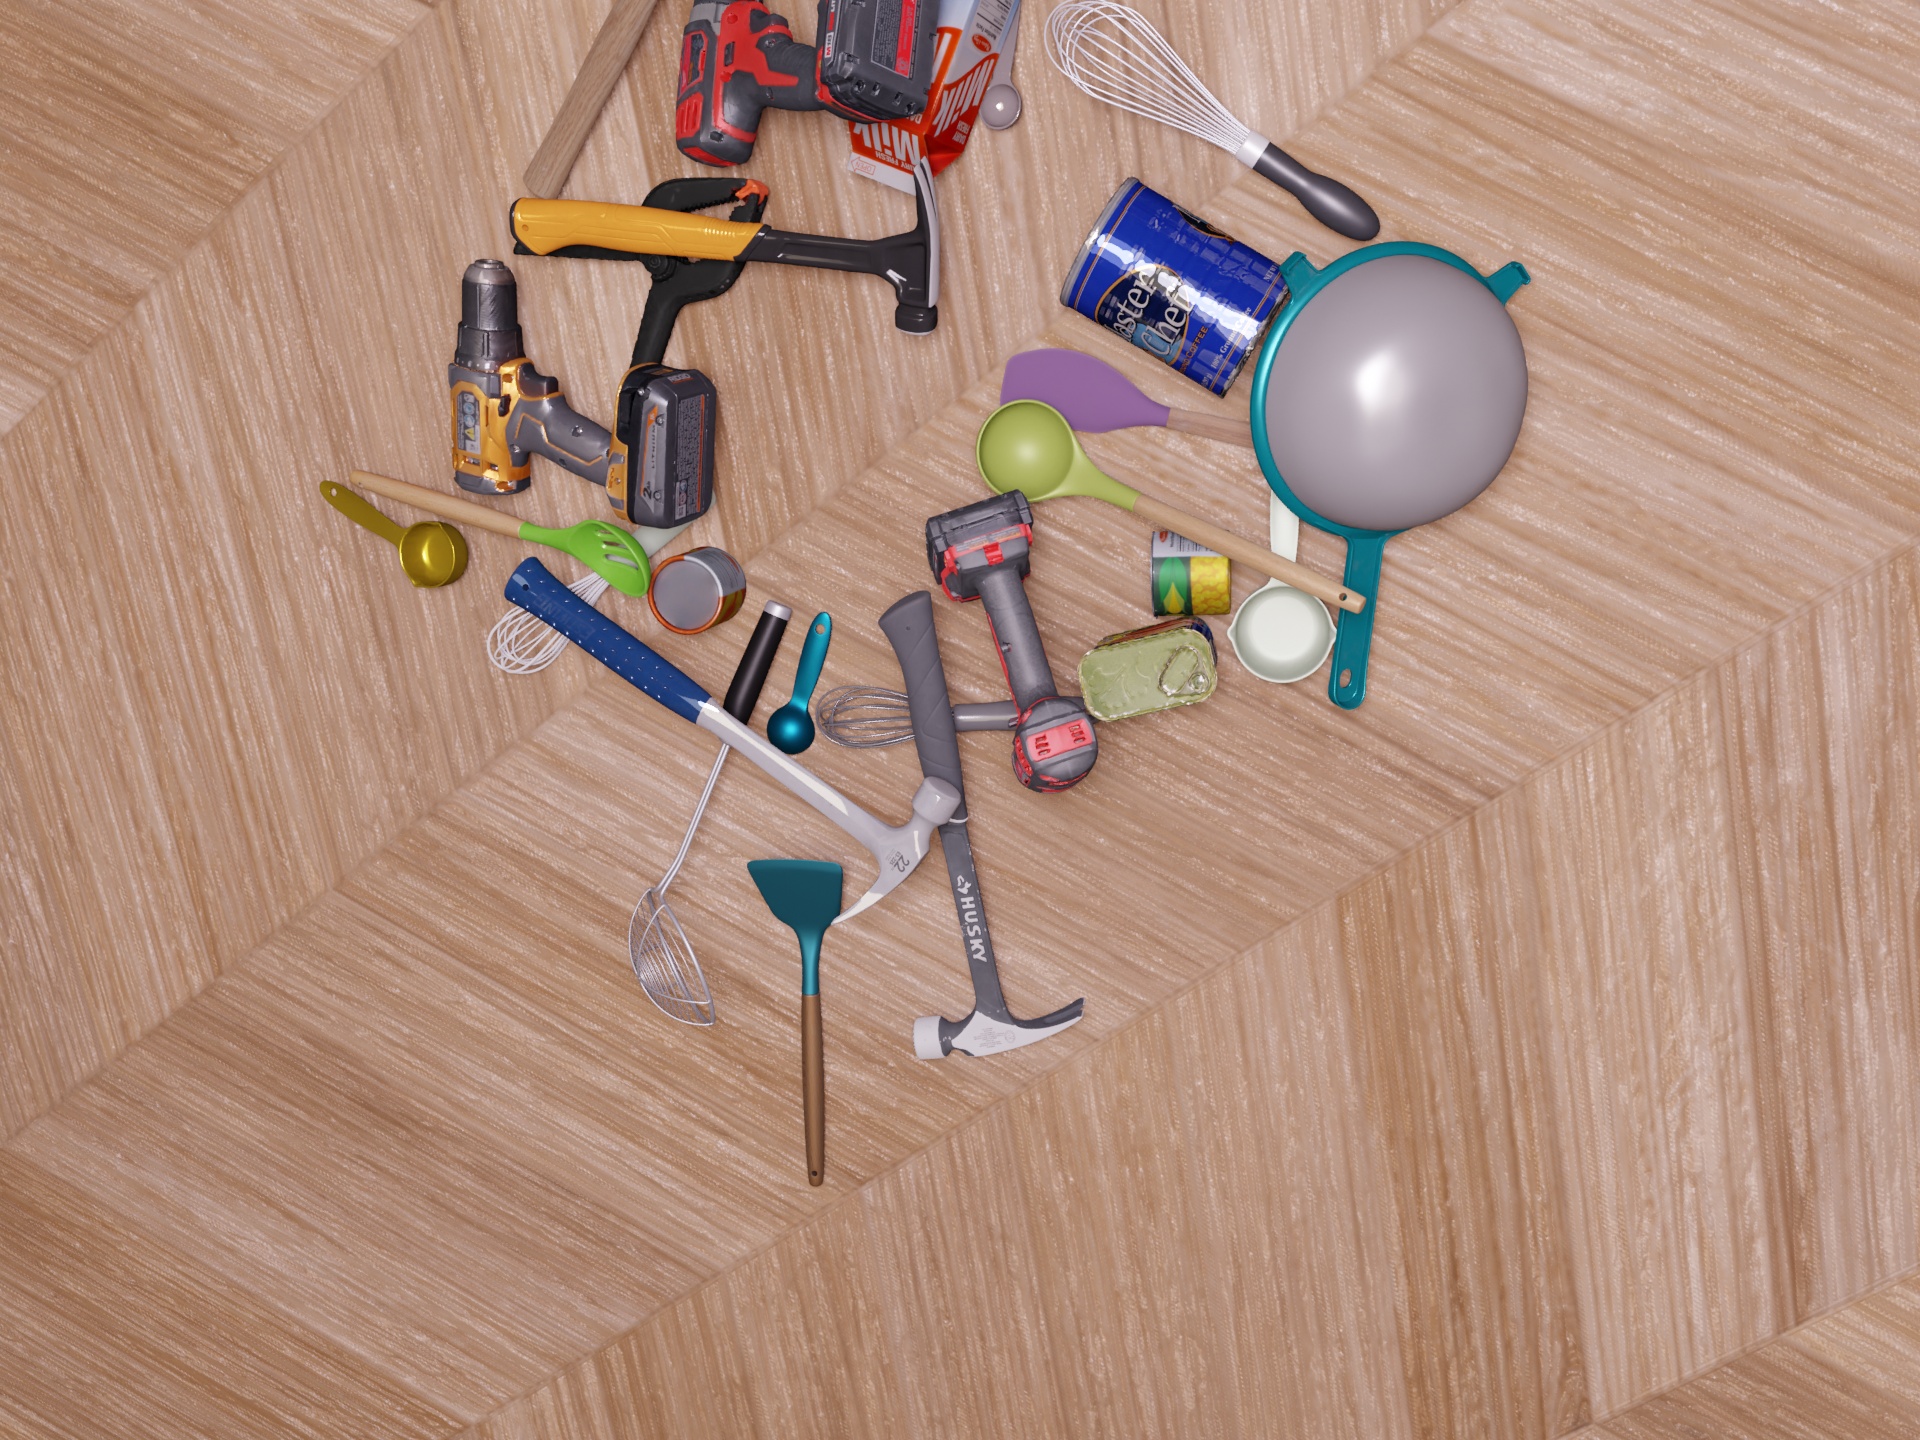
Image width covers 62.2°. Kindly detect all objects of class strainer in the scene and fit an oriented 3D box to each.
[{"bbox_3d":[0.311,-0.159,1.123,0.211,0.095,0.340,-2,109,-17],"label":"strainer"}]

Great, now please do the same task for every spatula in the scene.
[{"bbox_3d":[-0.134,0.264,1.378,0.082,0.044,0.317,1,104,8],"label":"spatula"},{"bbox_3d":[0.184,-0.228,1.212,0.316,0.018,0.059,15,112,9],"label":"spatula"}]

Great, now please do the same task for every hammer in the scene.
[{"bbox_3d":[-0.247,-0.542,1.202,0.331,0.031,0.130,-52,51,25],"label":"hammer"},{"bbox_3d":[0.000,0.092,1.284,0.149,0.036,0.408,-7,111,11],"label":"hammer"},{"bbox_3d":[-0.199,0.004,1.271,0.405,0.035,0.144,35,107,9],"label":"hammer"},{"bbox_3d":[-0.180,-0.369,1.196,0.337,0.034,0.127,8,128,10],"label":"hammer"}]

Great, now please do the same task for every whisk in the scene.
[{"bbox_3d":[0.185,-0.432,1.150,0.284,0.070,0.070,33,107,-2],"label":"whisk"},{"bbox_3d":[-0.299,-0.118,1.329,0.246,0.058,0.059,-36,128,14],"label":"whisk"},{"bbox_3d":[-0.002,-0.005,1.291,0.239,0.055,0.055,-2,102,8],"label":"whisk"}]

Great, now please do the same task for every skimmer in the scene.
[{"bbox_3d":[-0.192,0.080,1.341,0.090,0.127,0.363,19,95,-32],"label":"skimmer"}]

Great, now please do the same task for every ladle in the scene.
[{"bbox_3d":[0.150,-0.152,1.173,0.320,0.062,0.078,29,100,23],"label":"ladle"}]

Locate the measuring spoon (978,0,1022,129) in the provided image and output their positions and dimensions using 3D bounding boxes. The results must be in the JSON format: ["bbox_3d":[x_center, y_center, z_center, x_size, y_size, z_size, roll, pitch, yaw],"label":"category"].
[{"bbox_3d":[0.036,-0.503,1.185,0.034,0.018,0.124,8,98,24],"label":"measuring spoon"}]

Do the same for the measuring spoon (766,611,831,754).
[{"bbox_3d":[-0.132,-0.029,1.321,0.042,0.021,0.128,20,108,7],"label":"measuring spoon"}]

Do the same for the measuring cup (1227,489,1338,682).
[{"bbox_3d":[0.247,-0.114,1.217,0.083,0.038,0.167,1,101,12],"label":"measuring cup"}]

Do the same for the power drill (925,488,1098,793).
[{"bbox_3d":[0.044,-0.050,1.205,0.078,0.143,0.220,-18,81,-3],"label":"power drill"}]

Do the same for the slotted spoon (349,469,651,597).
[{"bbox_3d":[-0.381,-0.165,1.312,0.314,0.031,0.070,18,139,20],"label":"slotted spoon"}]

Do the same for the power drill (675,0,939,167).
[{"bbox_3d":[-0.120,-0.506,1.140,0.227,0.080,0.188,9,94,44],"label":"power drill"}]

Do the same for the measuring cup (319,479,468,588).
[{"bbox_3d":[-0.487,-0.167,1.368,0.156,0.029,0.062,32,109,16],"label":"measuring cup"}]

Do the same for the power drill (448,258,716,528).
[{"bbox_3d":[-0.307,-0.256,1.255,0.226,0.084,0.185,16,115,21],"label":"power drill"}]
